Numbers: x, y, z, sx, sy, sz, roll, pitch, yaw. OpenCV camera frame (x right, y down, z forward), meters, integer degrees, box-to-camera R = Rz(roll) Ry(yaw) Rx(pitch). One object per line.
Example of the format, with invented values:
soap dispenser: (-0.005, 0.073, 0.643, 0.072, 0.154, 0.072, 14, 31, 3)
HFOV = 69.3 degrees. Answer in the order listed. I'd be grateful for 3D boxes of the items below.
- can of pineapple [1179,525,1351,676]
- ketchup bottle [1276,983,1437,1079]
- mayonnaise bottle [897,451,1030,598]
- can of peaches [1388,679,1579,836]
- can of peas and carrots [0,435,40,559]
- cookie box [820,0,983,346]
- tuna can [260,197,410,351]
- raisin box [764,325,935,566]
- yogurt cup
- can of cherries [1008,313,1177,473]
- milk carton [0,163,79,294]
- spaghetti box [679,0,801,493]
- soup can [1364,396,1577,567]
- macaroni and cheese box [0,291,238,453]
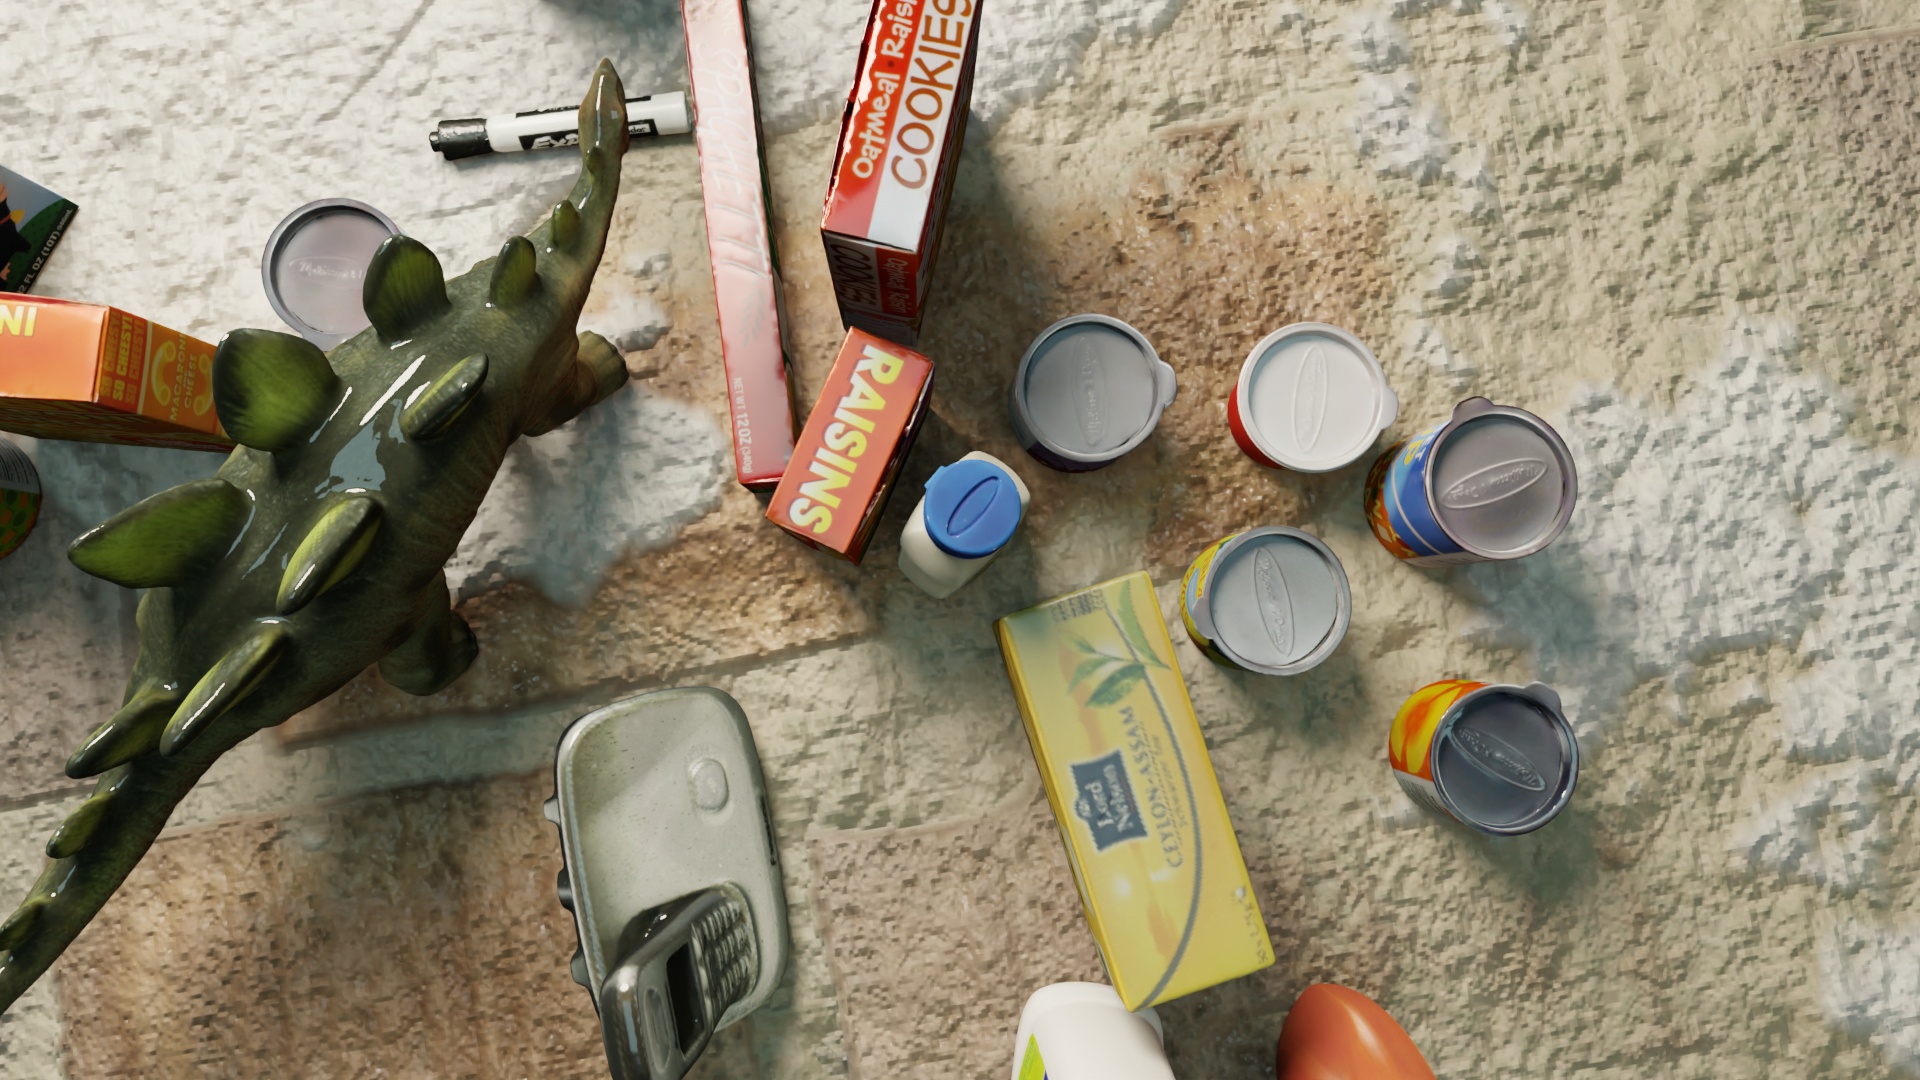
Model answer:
can of pineapple: (0.135, 0.028, 0.633, 0.071, 0.058, 0.071, 0, 86, -2)
ketchup bottle: (0.171, 0.232, 0.574, 0.043, 0.148, 0.065, 15, 86, -1)
mayonnaise bottle: (0.002, -0.007, 0.585, 0.041, 0.148, 0.065, 40, 86, 1)
can of peaches: (0.237, 0.095, 0.632, 0.071, 0.058, 0.071, 0, 86, -2)
can of peas and carrots: (-0.458, -0.019, 0.613, 0.071, 0.058, 0.071, 0, 86, -2)
cookie box: (-0.023, -0.161, 0.586, 0.040, 0.167, 0.123, 13, 86, -1)
tuna can: (-0.282, -0.119, 0.640, 0.071, 0.033, 0.071, 0, 86, -2)
raisin box: (-0.045, -0.035, 0.598, 0.040, 0.123, 0.086, 25, 86, 0)
yogurt cup: (0.156, -0.063, 0.643, 0.072, 0.054, 0.072, 0, 86, -2)
can of cherries: (0.059, -0.065, 0.637, 0.071, 0.058, 0.071, 0, 86, -2)
milk carton: (-0.457, -0.150, 0.556, 0.073, 0.190, 0.072, 28, 86, 0)
spaghetti box: (-0.101, -0.146, 0.641, 0.029, 0.050, 0.250, -7, 86, -3)
soup can: (0.227, -0.025, 0.628, 0.071, 0.083, 0.071, 0, 86, -2)
macaroni and cheese box: (-0.364, -0.066, 0.566, 0.124, 0.166, 0.040, 4, 86, -2)
